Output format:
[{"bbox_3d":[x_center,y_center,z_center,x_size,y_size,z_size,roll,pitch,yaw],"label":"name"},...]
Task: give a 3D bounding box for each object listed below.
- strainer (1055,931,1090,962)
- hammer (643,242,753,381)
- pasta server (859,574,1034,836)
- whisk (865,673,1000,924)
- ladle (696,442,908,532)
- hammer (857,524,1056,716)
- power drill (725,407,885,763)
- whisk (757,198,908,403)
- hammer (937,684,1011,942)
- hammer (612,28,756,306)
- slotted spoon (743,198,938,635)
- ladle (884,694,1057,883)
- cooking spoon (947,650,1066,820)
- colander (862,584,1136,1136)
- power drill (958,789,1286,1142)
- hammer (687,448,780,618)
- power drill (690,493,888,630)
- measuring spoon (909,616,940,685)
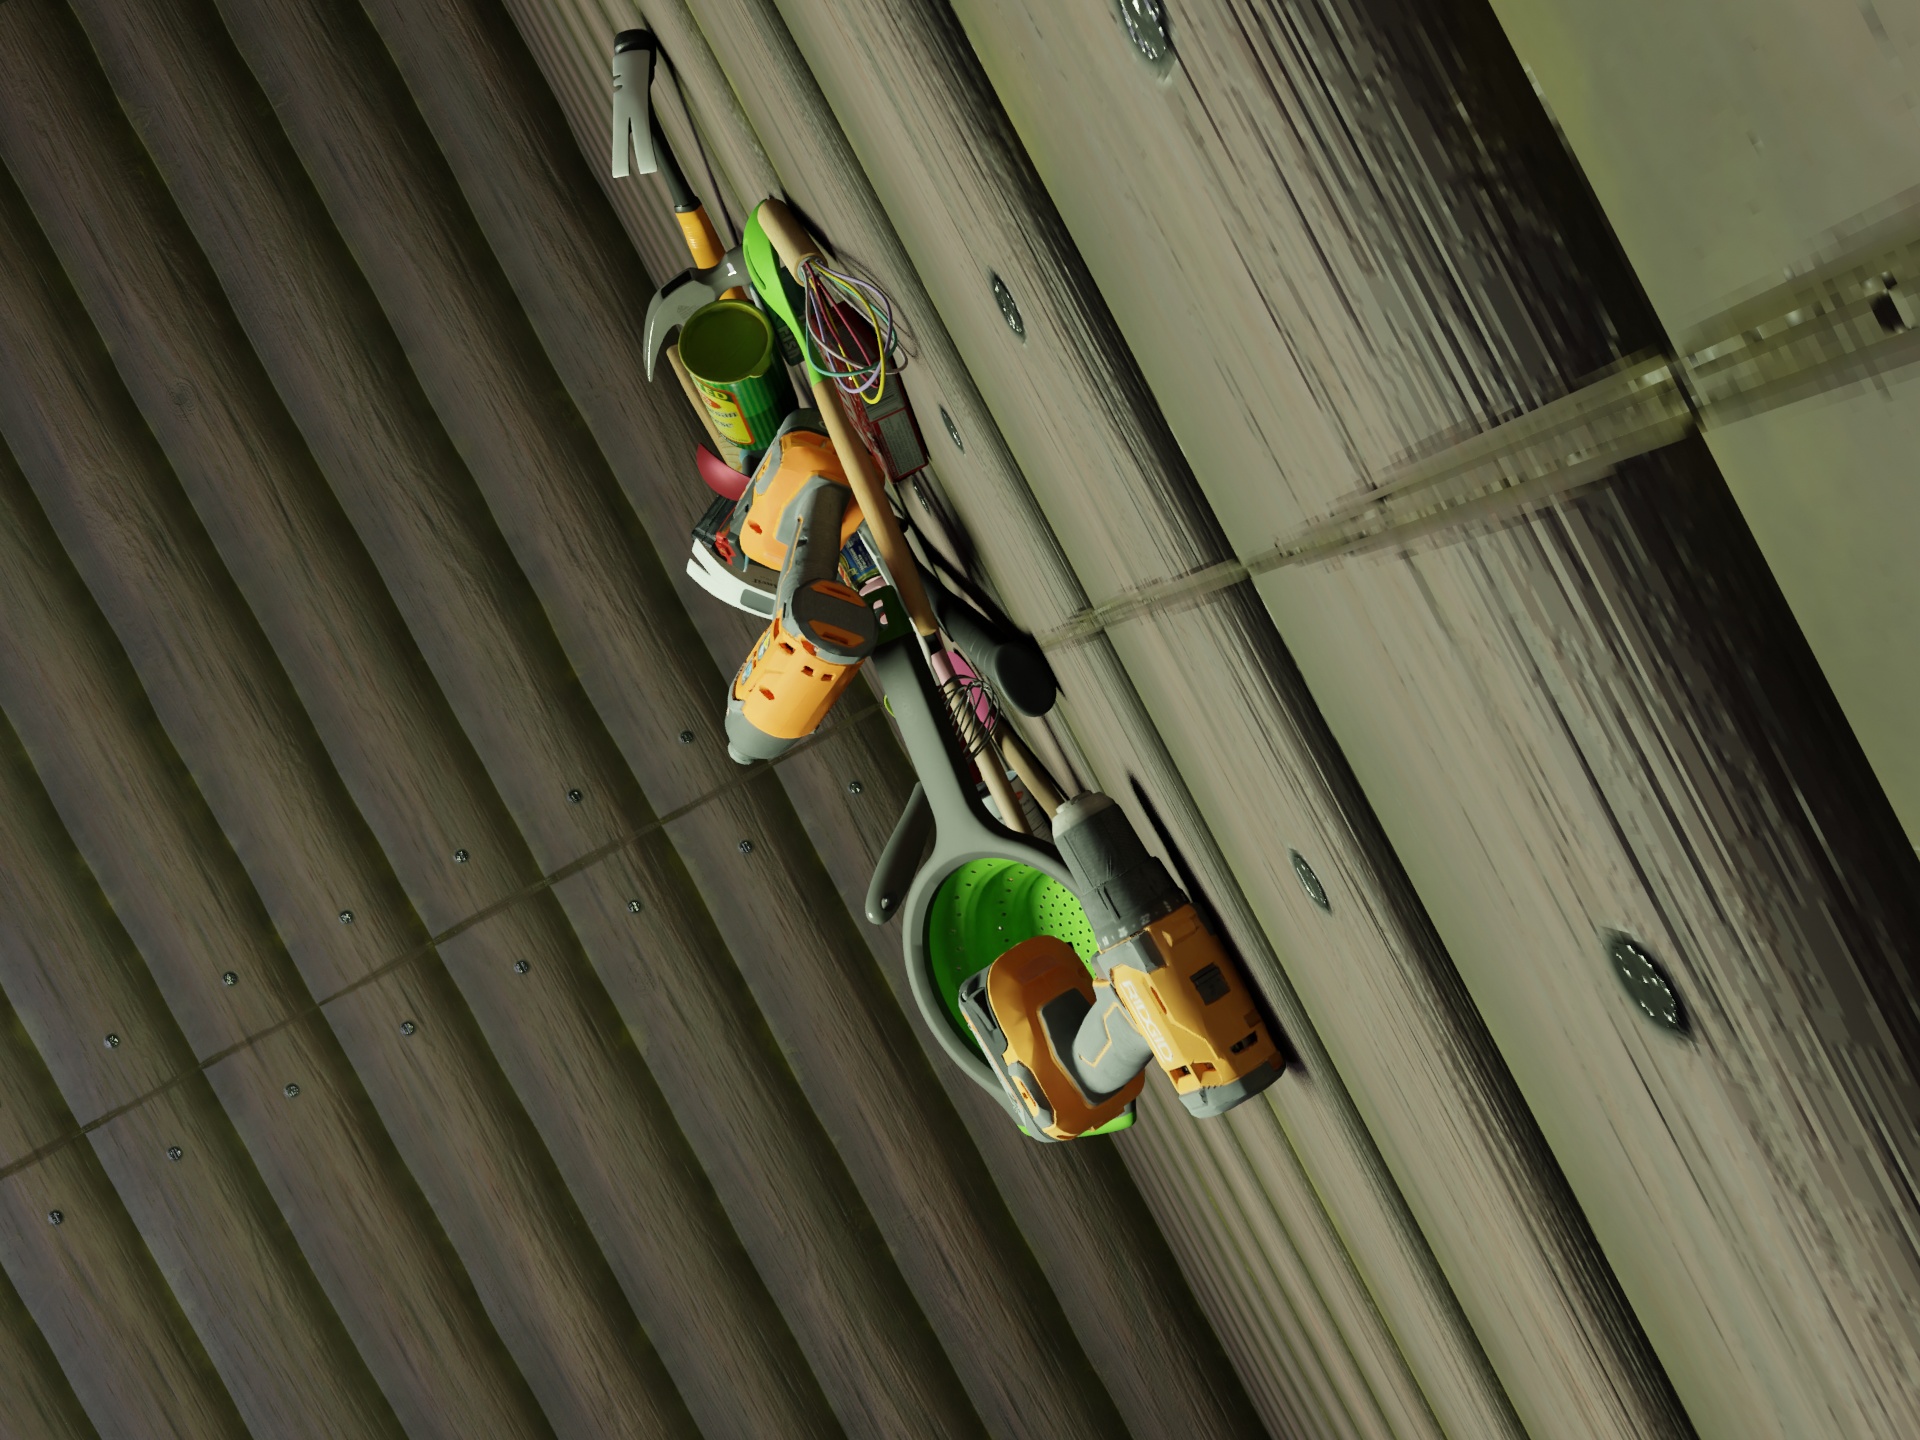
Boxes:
[{"bbox_3d":[0.128,0.200,1.186,0.086,0.050,0.259,40,180,-18],"label":"strainer"},{"bbox_3d":[-0.169,-0.267,1.421,0.331,0.130,0.031,55,-168,-48],"label":"hammer"},{"bbox_3d":[-0.002,-0.004,1.299,0.060,0.040,0.316,9,-133,-47],"label":"pasta server"},{"bbox_3d":[-0.022,0.056,1.201,0.239,0.055,0.055,-66,-33,-36],"label":"whisk"},{"bbox_3d":[-0.141,-0.192,1.356,0.316,0.031,0.069,23,162,48],"label":"ladle"},{"bbox_3d":[-0.004,-0.070,1.094,0.146,0.035,0.335,59,175,-26],"label":"hammer"},{"bbox_3d":[-0.114,-0.085,1.088,0.164,0.084,0.227,-50,30,43],"label":"power drill"},{"bbox_3d":[-0.081,-0.247,0.912,0.047,0.051,0.245,58,-178,-41],"label":"whisk"},{"bbox_3d":[0.030,0.116,1.443,0.149,0.036,0.359,5,-120,-42],"label":"hammer"},{"bbox_3d":[-0.221,-0.410,1.333,0.336,0.034,0.127,66,-161,-69],"label":"hammer"},{"bbox_3d":[-0.081,-0.199,1.045,0.070,0.031,0.314,86,161,-81],"label":"slotted spoon"},{"bbox_3d":[0.015,0.060,1.559,0.321,0.062,0.078,54,178,43],"label":"ladle"},{"bbox_3d":[0.038,0.018,1.282,0.068,0.017,0.319,65,175,-28],"label":"cooking spoon"},{"bbox_3d":[0.035,0.087,1.105,0.204,0.094,0.397,-19,93,42],"label":"colander"},{"bbox_3d":[0.078,0.151,0.934,0.185,0.084,0.226,60,151,8],"label":"power drill"},{"bbox_3d":[-0.186,-0.183,1.482,0.331,0.128,0.033,-103,31,-58],"label":"hammer"},{"bbox_3d":[-0.150,-0.140,1.635,0.227,0.080,0.187,29,166,15],"label":"power drill"},{"bbox_3d":[-0.034,-0.051,1.200,0.034,0.018,0.124,57,174,16],"label":"measuring spoon"}]
